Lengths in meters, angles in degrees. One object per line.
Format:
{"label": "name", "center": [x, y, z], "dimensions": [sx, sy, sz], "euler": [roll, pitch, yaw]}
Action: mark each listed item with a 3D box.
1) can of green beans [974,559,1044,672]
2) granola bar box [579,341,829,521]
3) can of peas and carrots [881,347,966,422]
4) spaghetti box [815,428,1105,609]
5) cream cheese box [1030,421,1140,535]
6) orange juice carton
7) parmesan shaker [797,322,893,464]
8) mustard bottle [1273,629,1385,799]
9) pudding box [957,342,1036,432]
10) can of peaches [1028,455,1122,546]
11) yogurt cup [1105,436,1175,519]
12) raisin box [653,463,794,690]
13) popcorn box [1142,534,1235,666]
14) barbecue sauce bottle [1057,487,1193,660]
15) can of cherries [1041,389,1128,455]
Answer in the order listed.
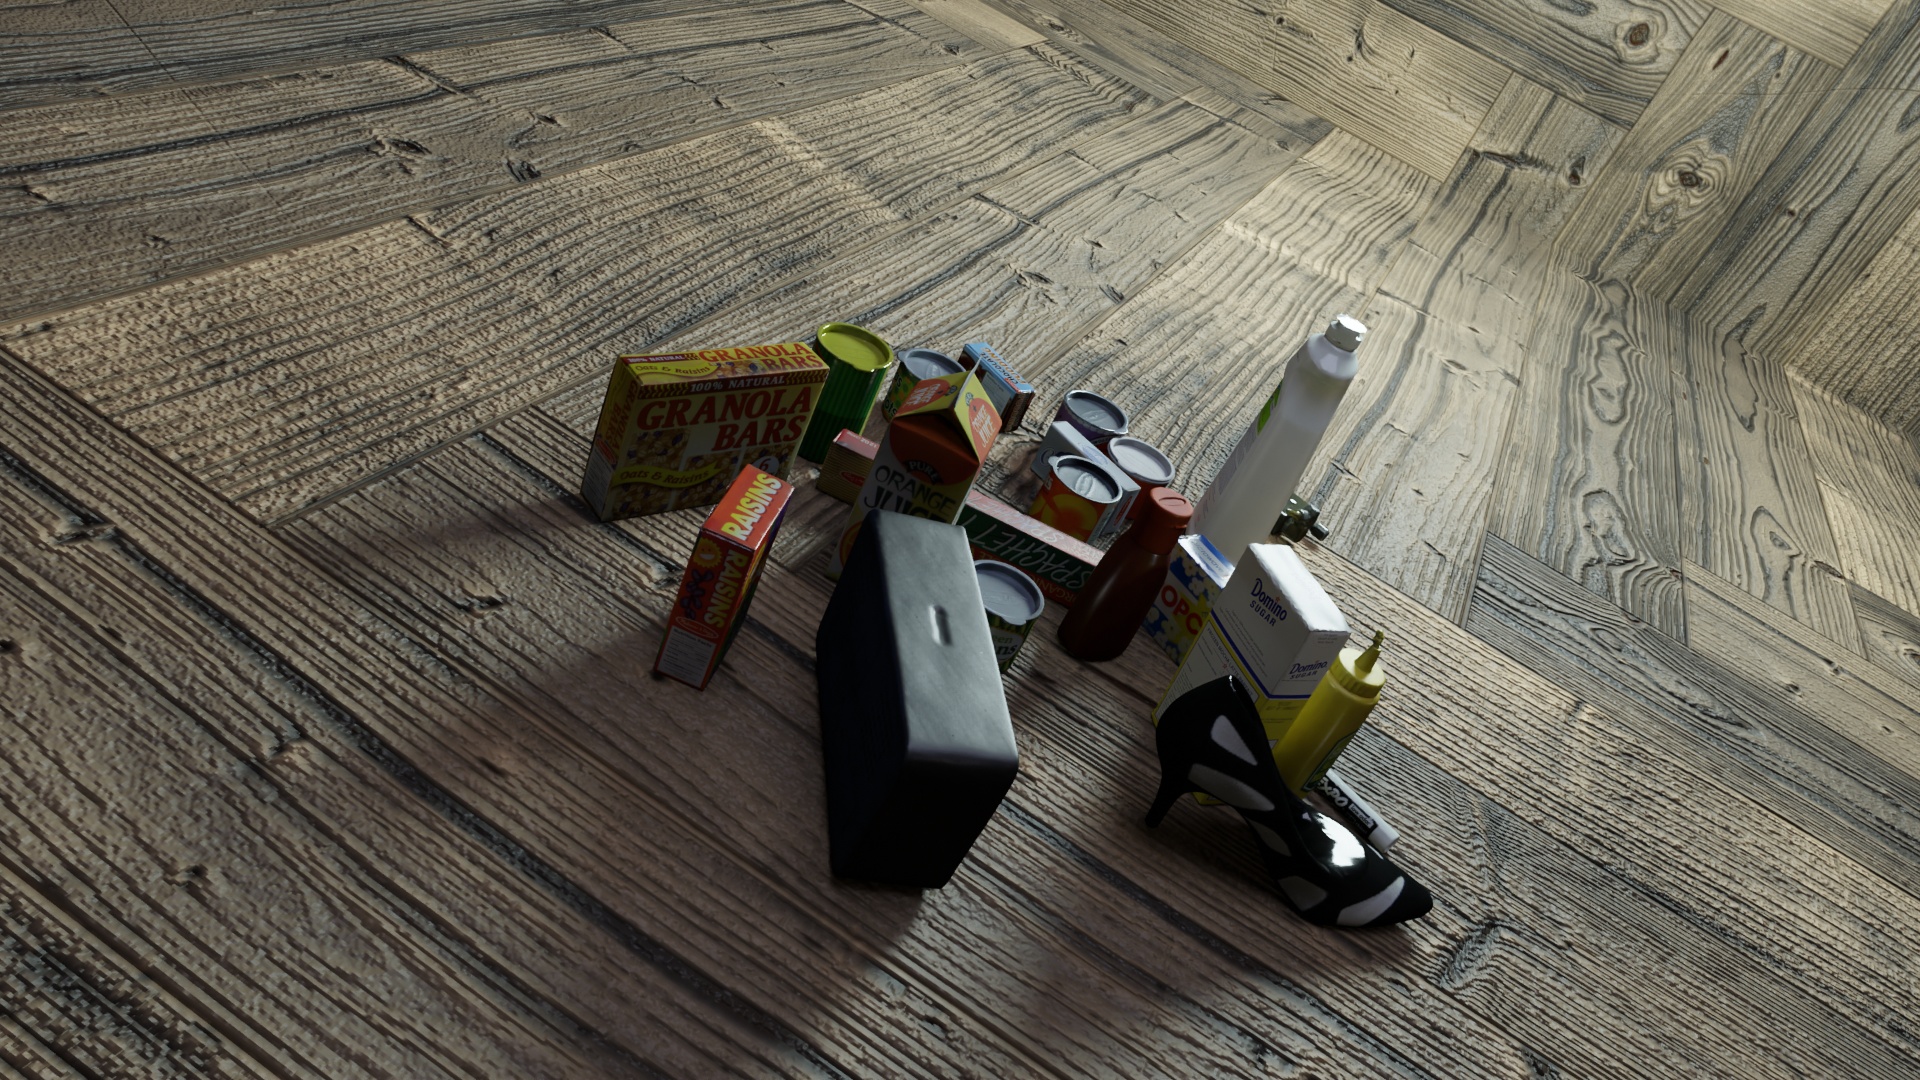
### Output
{"label": "can of green beans", "center": [0.021, 0.057, 1.041], "dimensions": [0.071, 0.057, 0.071], "euler": [18, 33, -12]}
{"label": "granola bar box", "center": [-0.190, -0.084, 1.035], "dimensions": [0.166, 0.123, 0.039], "euler": [-12, 48, -44]}
{"label": "can of peas and carrots", "center": [-0.035, -0.135, 1.272], "dimensions": [0.071, 0.058, 0.071], "euler": [18, 33, -12]}
{"label": "spaghetti box", "center": [0.004, -0.014, 1.137], "dimensions": [0.250, 0.050, 0.029], "euler": [25, 33, -1]}
{"label": "cream cheese box", "center": [0.112, -0.058, 1.268], "dimensions": [0.024, 0.053, 0.104], "euler": [-13, 49, -45]}
{"label": "orange juice carton", "center": [-0.028, -0.046, 1.028], "dimensions": [0.073, 0.191, 0.072], "euler": [27, 32, 1]}
{"label": "parmesan shaker", "center": [-0.104, -0.120, 1.164], "dimensions": [0.071, 0.102, 0.072], "euler": [18, 33, -12]}
{"label": "mustard bottle", "center": [0.267, 0.128, 1.015], "dimensions": [0.049, 0.159, 0.065], "euler": [42, 36, 24]}
{"label": "pudding box", "center": [0.030, -0.149, 1.343], "dimensions": [0.030, 0.049, 0.084], "euler": [-11, 48, -43]}
{"label": "can of peaches", "center": [0.098, -0.034, 1.220], "dimensions": [0.071, 0.057, 0.071], "euler": [18, 33, -12]}
{"label": "yogurt cup", "center": [0.159, -0.057, 1.297], "dimensions": [0.072, 0.053, 0.073], "euler": [18, 33, -12]}
{"label": "raisin box", "center": [-0.155, 0.024, 0.909], "dimensions": [0.040, 0.122, 0.086], "euler": [25, 33, -2]}
{"label": "popcorn box", "center": [0.204, 0.067, 1.126], "dimensions": [0.038, 0.084, 0.127], "euler": [-6, 44, -40]}
{"label": "barbecue sauce bottle", "center": [0.131, 0.027, 1.075], "dimensions": [0.065, 0.147, 0.044], "euler": [-3, 42, -37]}
{"label": "can of cherries", "center": [0.120, -0.101, 1.329], "dimensions": [0.071, 0.058, 0.072], "euler": [18, 33, -12]}
